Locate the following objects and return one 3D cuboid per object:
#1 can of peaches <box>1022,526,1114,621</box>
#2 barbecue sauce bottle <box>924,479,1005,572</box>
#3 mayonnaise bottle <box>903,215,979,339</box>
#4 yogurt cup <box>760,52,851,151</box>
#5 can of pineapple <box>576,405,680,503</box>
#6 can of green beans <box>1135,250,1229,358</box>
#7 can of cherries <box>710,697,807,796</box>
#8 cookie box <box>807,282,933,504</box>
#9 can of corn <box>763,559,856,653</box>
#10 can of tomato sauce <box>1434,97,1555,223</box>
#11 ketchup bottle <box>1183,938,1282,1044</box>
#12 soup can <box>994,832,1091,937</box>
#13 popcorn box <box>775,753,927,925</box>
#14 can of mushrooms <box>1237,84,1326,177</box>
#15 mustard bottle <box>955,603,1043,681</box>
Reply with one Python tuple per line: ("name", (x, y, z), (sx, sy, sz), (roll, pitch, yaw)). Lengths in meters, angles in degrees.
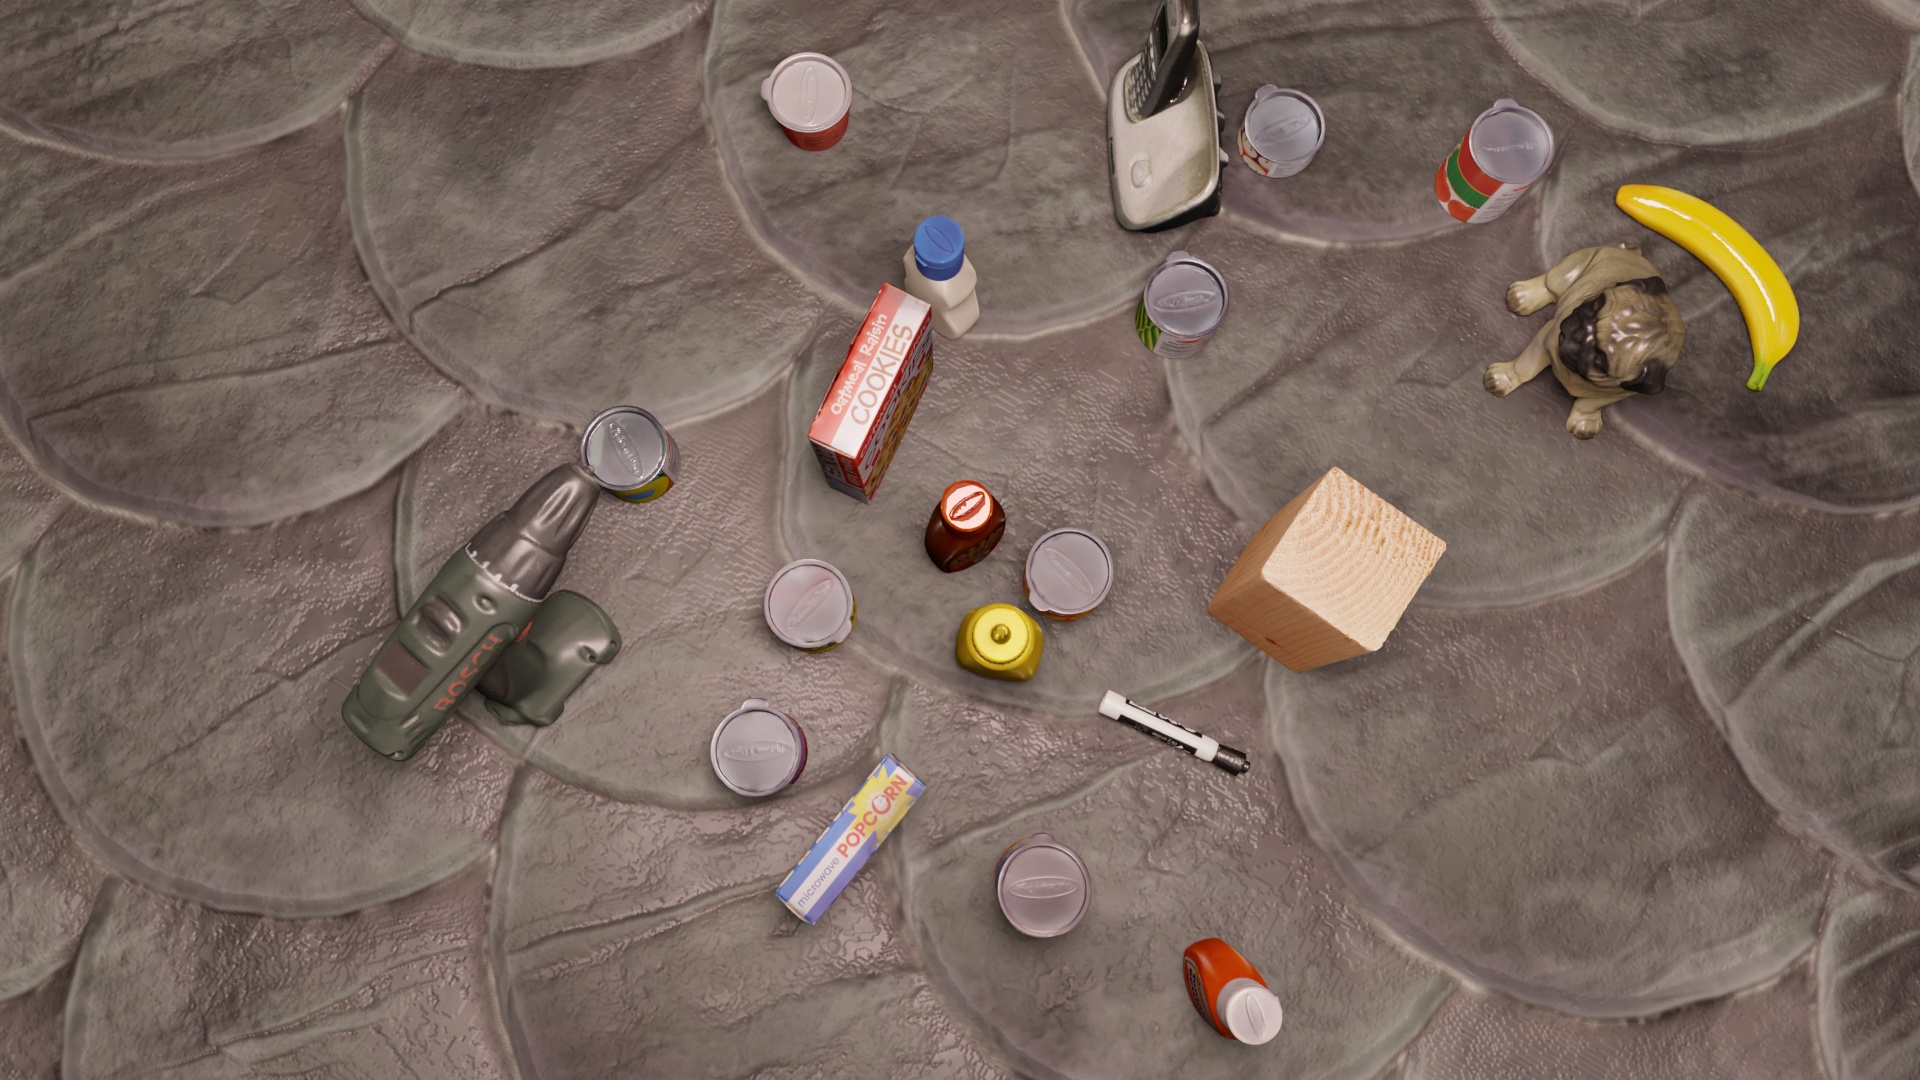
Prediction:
("can of peaches", (0.079, 0.028, 1.059), (0.071, 0.058, 0.071), (0, 80, 0))
("barbecue sauce bottle", (0.004, -0.013, 1.020), (0.065, 0.148, 0.044), (-36, 83, -6))
("mayonnaise bottle", (-0.015, -0.201, 1.053), (0.041, 0.148, 0.065), (-44, 83, -7))
("yogurt cup", (-0.120, -0.352, 1.126), (0.072, 0.054, 0.072), (0, 80, 0))
("can of pineapple", (-0.256, -0.065, 1.073), (0.071, 0.057, 0.071), (0, 80, 0))
("can of green beans", (0.174, -0.183, 1.097), (0.071, 0.057, 0.071), (0, 80, 0))
("can of cherries", (-0.148, 0.154, 1.035), (0.071, 0.058, 0.071), (0, 80, 0))
("cookie box", (-0.063, -0.104, 1.025), (0.040, 0.167, 0.123), (24, 81, 4))
("can of corn", (-0.111, 0.053, 1.053), (0.071, 0.058, 0.071), (0, 80, 0))
("can of tomato sauce", (0.423, -0.300, 1.106), (0.071, 0.083, 0.071), (0, 80, 0))
("ketchup bottle", (0.189, 0.316, 0.963), (0.043, 0.148, 0.065), (-17, 81, -3))
("soup can", (0.058, 0.246, 1.007), (0.071, 0.083, 0.071), (0, 80, 0))
("popcorn box", (-0.077, 0.215, 1.011), (0.038, 0.085, 0.127), (39, 82, 6))
("can of mushrooms", (0.261, -0.335, 1.136), (0.071, 0.033, 0.071), (0, 80, 0))
("mustard bottle", (0.029, 0.072, 0.999), (0.065, 0.160, 0.049), (12, 81, 2))
